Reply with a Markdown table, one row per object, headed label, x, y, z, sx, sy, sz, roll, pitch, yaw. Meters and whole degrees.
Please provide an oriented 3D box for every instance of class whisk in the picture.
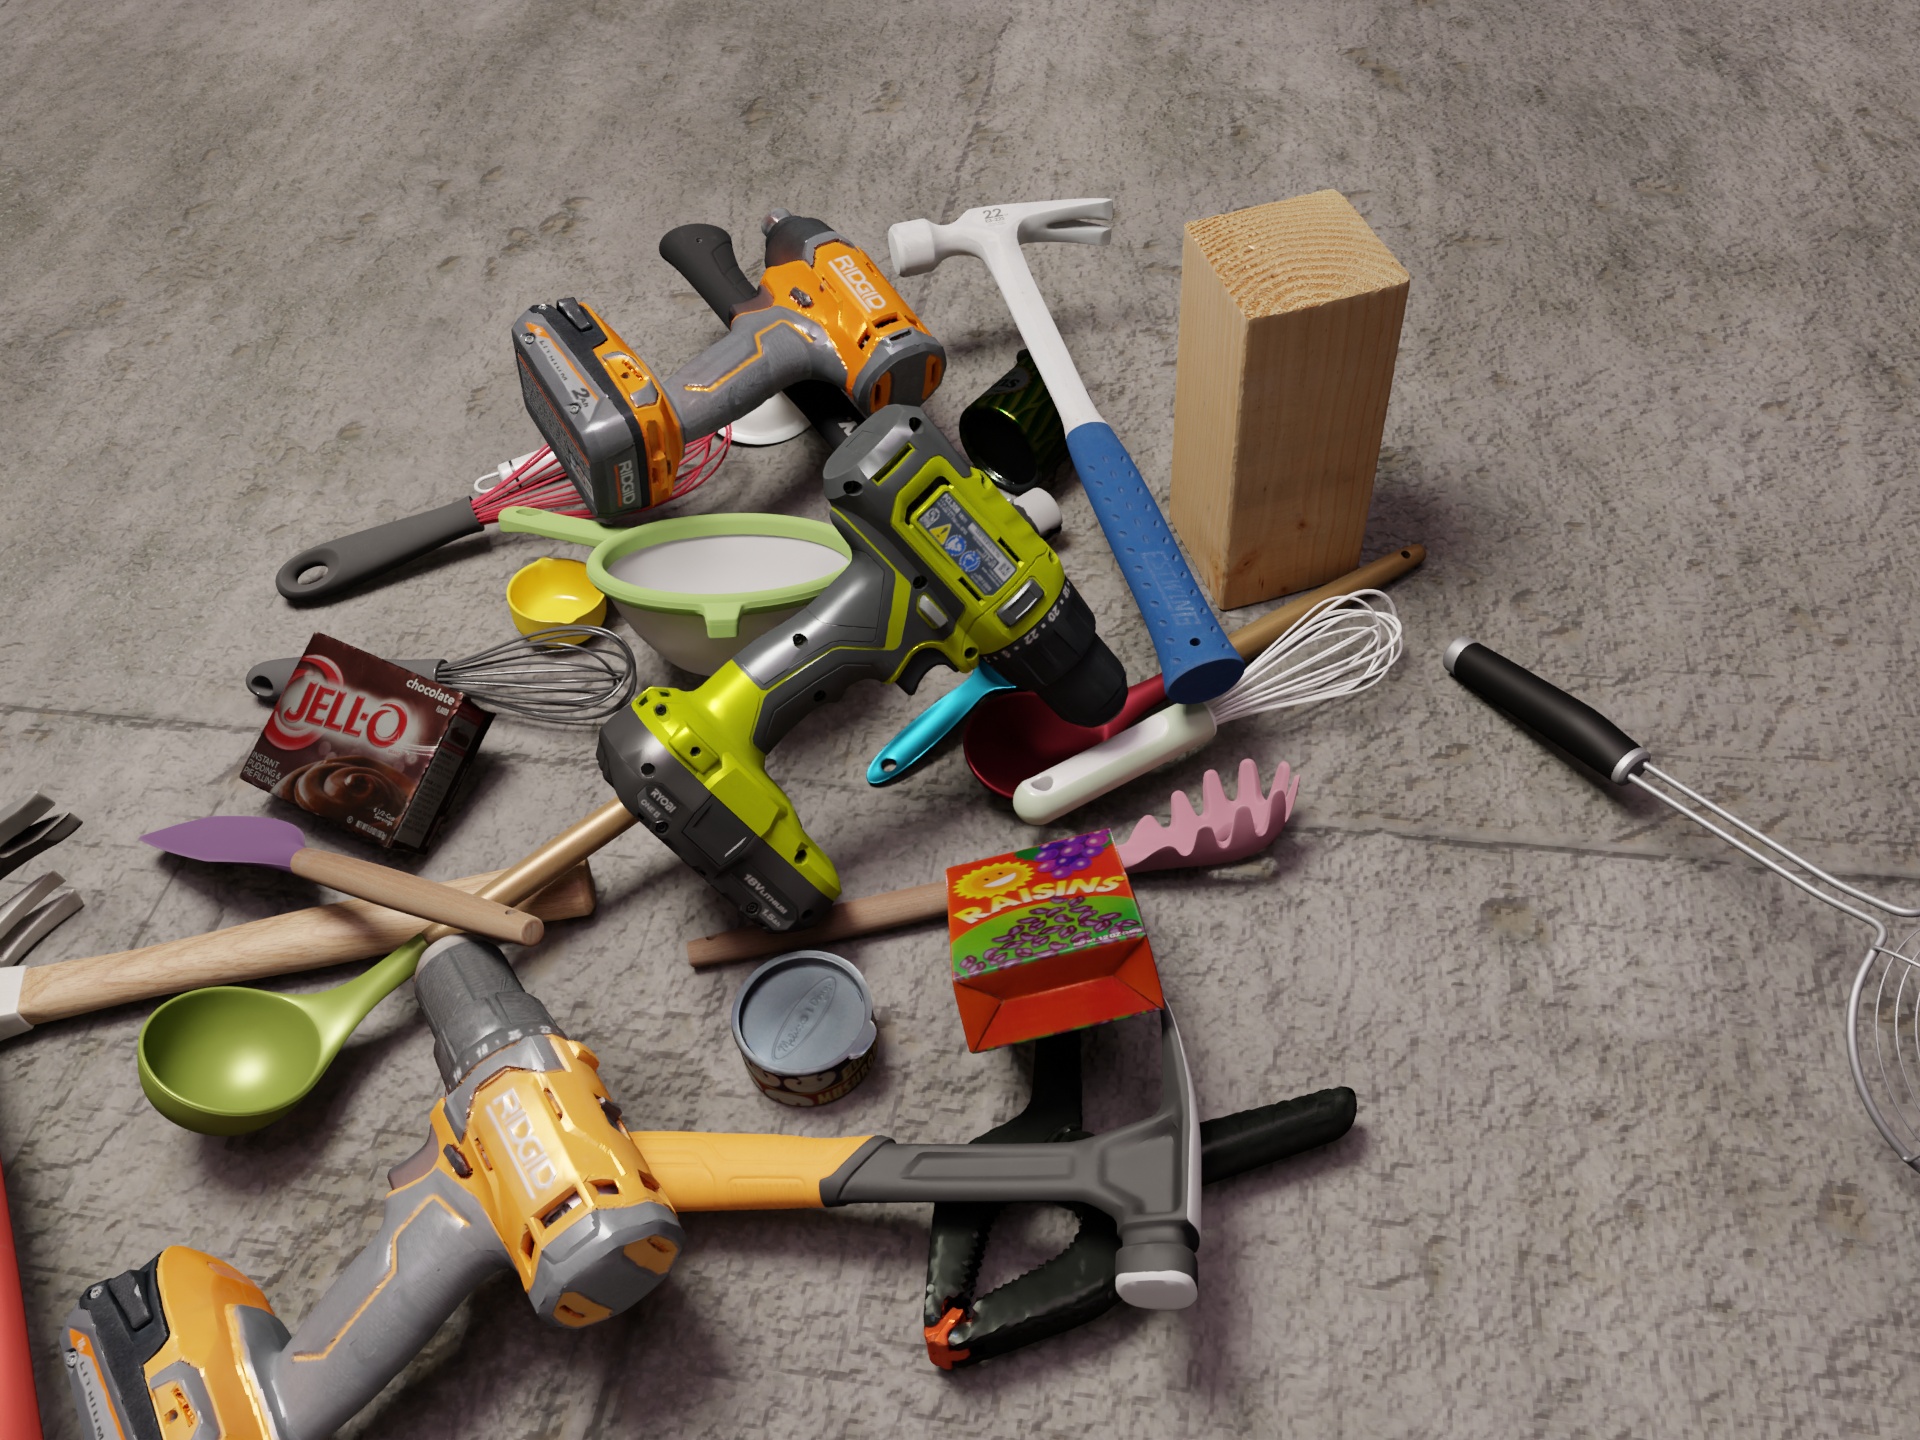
| label | x | y | z | sx | sy | sz | roll | pitch | yaw |
| --- | --- | --- | --- | --- | --- | --- | --- | --- | --- |
| whisk | -0.282 | -0.135 | 0.988 | 0.296 | 0.073 | 0.073 | -22 | 51 | -5 |
| whisk | -0.297 | -0.026 | 0.907 | 0.239 | 0.055 | 0.055 | -1 | 50 | 9 |
| whisk | 0.134 | -0.006 | 0.839 | 0.246 | 0.059 | 0.058 | -26 | 36 | -18 |

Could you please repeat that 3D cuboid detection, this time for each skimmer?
| label | x | y | z | sx | sy | sz | roll | pitch | yaw |
| --- | --- | --- | --- | --- | --- | --- | --- | --- | --- |
| skimmer | 0.372 | 0.075 | 0.772 | 0.127 | 0.090 | 0.364 | -30 | 44 | -16 |

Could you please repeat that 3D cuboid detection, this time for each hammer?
| label | x | y | z | sx | sy | sz | roll | pitch | yaw |
| --- | --- | --- | --- | --- | --- | --- | --- | --- | --- |
| hammer | -0.352 | 0.113 | 0.803 | 0.331 | 0.031 | 0.130 | -12 | 50 | -5 |
| hammer | 0.076 | -0.176 | 0.922 | 0.144 | 0.035 | 0.406 | -14 | 54 | -8 |
| hammer | -0.421 | 0.180 | 0.679 | 0.149 | 0.036 | 0.359 | -40 | 48 | -5 |
| hammer | -0.066 | 0.186 | 0.683 | 0.337 | 0.034 | 0.127 | -5 | 45 | 13 |
| hammer | -0.093 | -0.199 | 0.998 | 0.146 | 0.035 | 0.335 | -32 | 67 | -18 |

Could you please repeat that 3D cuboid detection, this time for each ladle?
| label | x | y | z | sx | sy | sz | roll | pitch | yaw |
| --- | --- | --- | --- | --- | --- | --- | --- | --- | --- |
| ladle | -0.236 | 0.086 | 0.764 | 0.320 | 0.062 | 0.078 | -35 | 59 | -17 |
| ladle | 0.138 | -0.034 | 0.886 | 0.315 | 0.031 | 0.069 | -26 | 69 | -19 |

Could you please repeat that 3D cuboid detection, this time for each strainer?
| label | x | y | z | sx | sy | sz | roll | pitch | yaw |
| --- | --- | --- | --- | --- | --- | --- | --- | --- | --- |
| strainer | -0.169 | -0.073 | 0.900 | 0.256 | 0.069 | 0.151 | 14 | 27 | 32 |
| strainer | -0.196 | -0.199 | 1.048 | 0.258 | 0.050 | 0.087 | -23 | 66 | -10 |

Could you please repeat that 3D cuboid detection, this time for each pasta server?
| label | x | y | z | sx | sy | sz | roll | pitch | yaw |
| --- | --- | --- | --- | --- | --- | --- | --- | --- | --- |
| pasta server | 0.018 | 0.076 | 0.797 | 0.316 | 0.040 | 0.060 | -12 | 16 | -3 |

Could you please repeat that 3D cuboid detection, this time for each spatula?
| label | x | y | z | sx | sy | sz | roll | pitch | yaw |
| --- | --- | --- | --- | --- | --- | --- | --- | --- | --- |
| spatula | -0.302 | 0.072 | 0.770 | 0.316 | 0.018 | 0.060 | 8 | 18 | 39 |

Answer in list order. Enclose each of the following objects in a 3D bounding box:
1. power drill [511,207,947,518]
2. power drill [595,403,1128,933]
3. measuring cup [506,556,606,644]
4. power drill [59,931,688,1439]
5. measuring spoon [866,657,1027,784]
| label | x | y | z | sx | sy | sz | roll | pitch | yaw |
| --- | --- | --- | --- | --- | --- | --- | --- | --- | --- |
| power drill | -0.144 | -0.225 | 0.947 | 0.226 | 0.084 | 0.164 | -26 | 64 | -21 |
| power drill | -0.041 | -0.011 | 0.769 | 0.228 | 0.190 | 0.080 | -45 | 24 | -2 |
| measuring cup | -0.194 | -0.078 | 0.961 | 0.156 | 0.029 | 0.062 | -13 | 49 | -21 |
| power drill | -0.244 | 0.207 | 0.653 | 0.226 | 0.084 | 0.186 | -36 | 55 | -7 |
| measuring spoon | -0.001 | -0.003 | 0.883 | 0.128 | 0.021 | 0.042 | -40 | 58 | -15 |
